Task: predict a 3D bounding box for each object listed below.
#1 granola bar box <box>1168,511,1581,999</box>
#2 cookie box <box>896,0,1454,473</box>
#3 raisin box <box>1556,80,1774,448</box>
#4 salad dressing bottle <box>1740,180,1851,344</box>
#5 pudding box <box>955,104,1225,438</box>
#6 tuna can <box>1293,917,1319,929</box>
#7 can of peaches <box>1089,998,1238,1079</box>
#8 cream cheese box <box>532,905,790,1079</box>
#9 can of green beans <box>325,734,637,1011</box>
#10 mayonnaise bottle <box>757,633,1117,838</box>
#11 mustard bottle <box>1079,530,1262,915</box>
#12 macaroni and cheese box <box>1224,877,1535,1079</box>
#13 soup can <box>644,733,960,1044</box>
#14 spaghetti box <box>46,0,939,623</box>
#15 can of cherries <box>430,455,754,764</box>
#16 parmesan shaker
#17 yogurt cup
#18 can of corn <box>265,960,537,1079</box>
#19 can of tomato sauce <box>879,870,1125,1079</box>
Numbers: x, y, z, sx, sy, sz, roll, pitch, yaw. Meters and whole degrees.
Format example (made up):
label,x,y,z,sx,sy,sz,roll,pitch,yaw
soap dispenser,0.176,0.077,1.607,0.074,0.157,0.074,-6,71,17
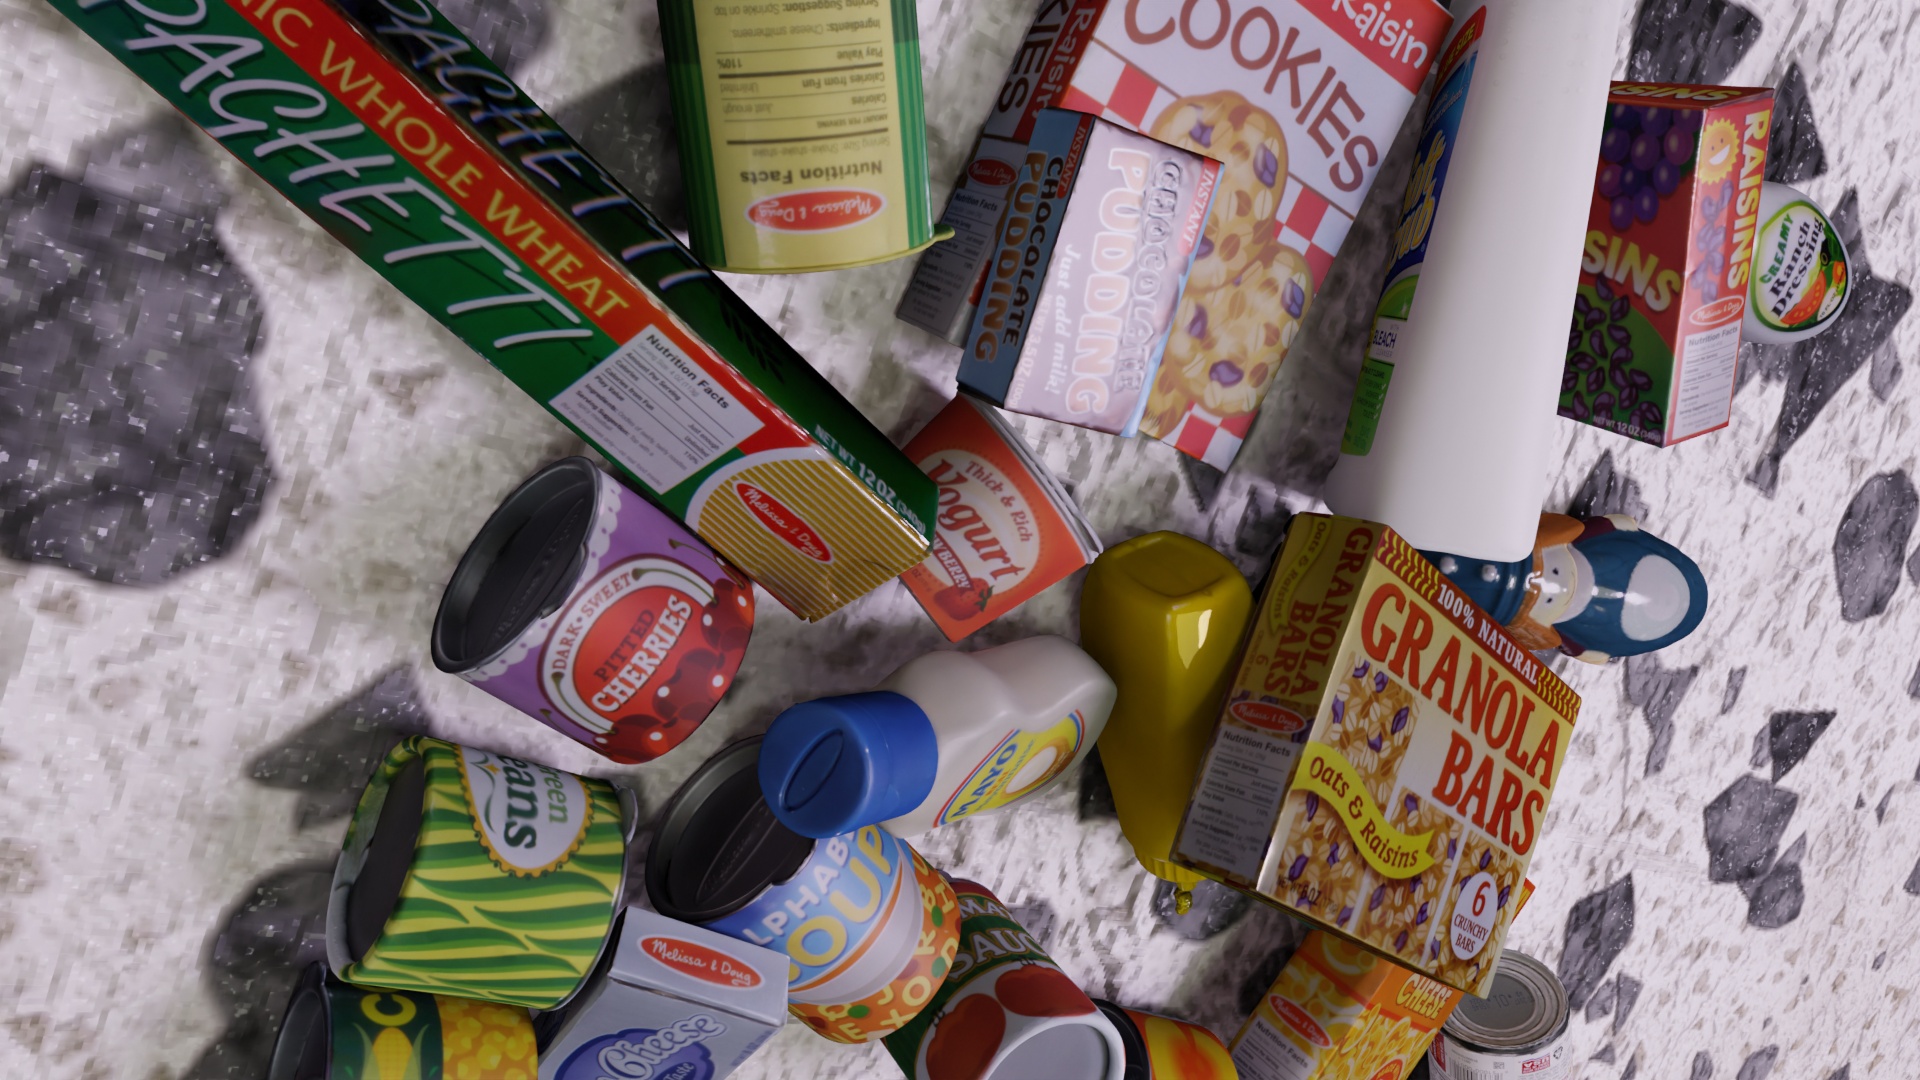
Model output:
label,x,y,z,sx,sy,sz,roll,pitch,yaw
granola bar box,0.152,0.080,0.489,0.165,0.039,0.124,32,76,-39
cookie box,0.070,-0.121,0.441,0.123,0.040,0.167,21,98,-34
raisin box,0.248,-0.107,0.523,0.040,0.086,0.122,-17,116,-22
salad dressing bottle,0.319,-0.129,0.582,0.147,0.044,0.064,19,97,-34
pudding box,0.037,-0.075,0.395,0.050,0.030,0.083,10,104,-33
tuna can,0.133,0.121,0.555,0.033,0.071,0.070,-37,123,-12
can of peaches,0.070,0.224,0.554,0.058,0.071,0.071,25,95,-36
cream cheese box,-0.097,0.150,0.417,0.053,0.024,0.103,25,129,-20
can of green beans,-0.134,0.092,0.385,0.058,0.071,0.071,24,96,-34
mayonnaise bottle,-0.004,0.061,0.425,0.064,0.041,0.148,-54,157,17
mustard bottle,0.079,0.076,0.510,0.049,0.065,0.159,-22,124,-21
macaroni and cheese box,0.180,0.199,0.611,0.166,0.040,0.123,-55,142,-2
soup can,-0.046,0.113,0.441,0.071,0.071,0.083,-44,125,-8
spaghetti box,-0.103,-0.069,0.335,0.050,0.029,0.249,-30,123,29
can of cherries,-0.097,0.021,0.376,0.058,0.071,0.071,40,86,-35
parmesan shaker,-0.040,-0.126,0.356,0.071,0.071,0.102,-15,115,-25
yogurt cup,0.002,-0.005,0.431,0.054,0.072,0.072,-38,124,-3
can of corn,-0.161,0.158,0.397,0.058,0.071,0.071,15,100,-35
can of tomato sauce,0.009,0.168,0.488,0.071,0.083,0.071,-12,115,-27
